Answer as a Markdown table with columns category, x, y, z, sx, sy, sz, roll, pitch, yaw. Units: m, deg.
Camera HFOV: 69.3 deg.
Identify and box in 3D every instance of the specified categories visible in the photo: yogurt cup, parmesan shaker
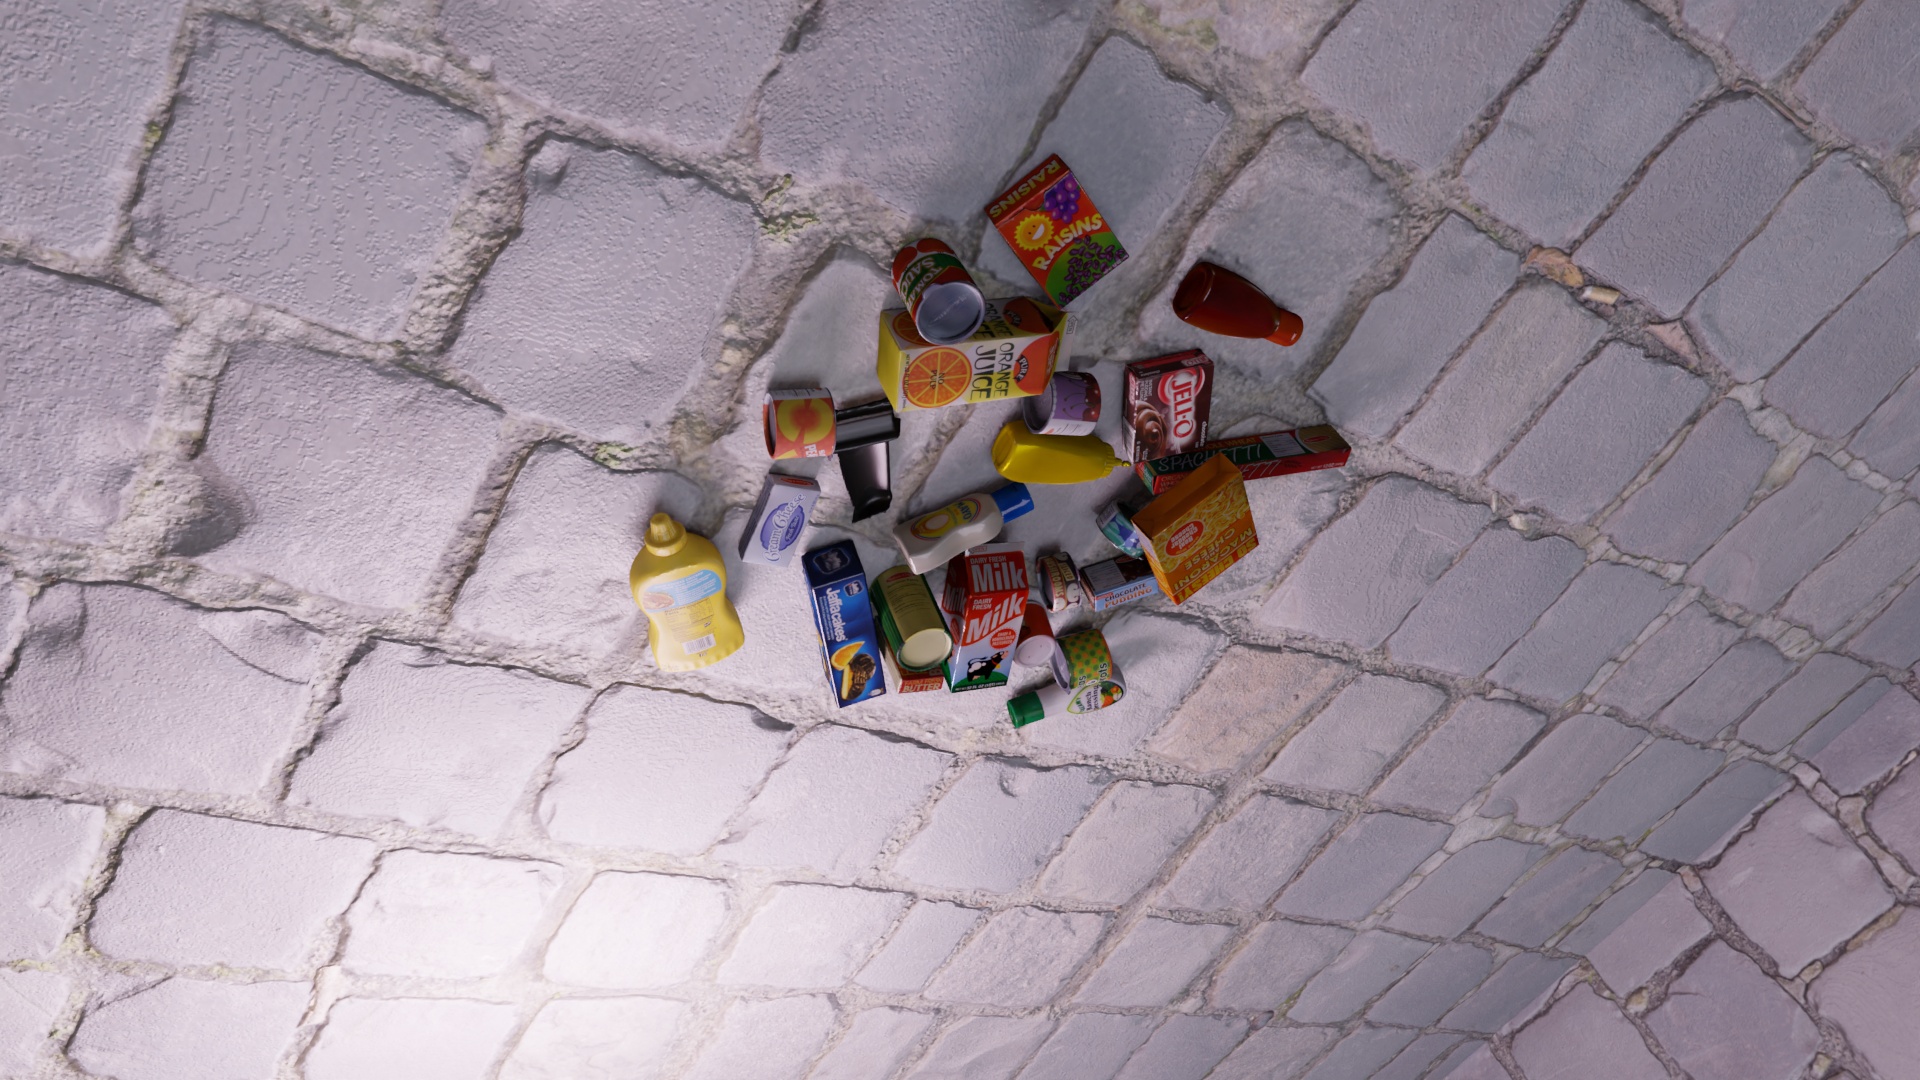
| category | x | y | z | sx | sy | sz | roll | pitch | yaw |
| --- | --- | --- | --- | --- | --- | --- | --- | --- | --- |
| yogurt cup | 0.079 | 0.113 | 1.636 | 0.072 | 0.054 | 0.072 | -13 | 134 | -14 |
| parmesan shaker | -0.056 | 0.086 | 1.517 | 0.071 | 0.103 | 0.071 | -13 | 133 | -14 |

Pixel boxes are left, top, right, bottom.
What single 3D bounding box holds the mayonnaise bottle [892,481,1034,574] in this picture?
| category | x | y | z | sx | sy | sz | roll | pitch | yaw |
| --- | --- | --- | --- | --- | --- | --- | --- | --- | --- |
| mayonnaise bottle | 0.005 | -0.019 | 1.484 | 0.148 | 0.065 | 0.041 | -26 | 131 | -7 |

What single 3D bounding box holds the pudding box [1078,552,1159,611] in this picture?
| category | x | y | z | sx | sy | sz | roll | pitch | yaw |
| --- | --- | --- | --- | --- | --- | --- | --- | --- | --- |
| pudding box | 0.187 | 0.047 | 1.630 | 0.084 | 0.050 | 0.030 | -17 | 135 | -10 |

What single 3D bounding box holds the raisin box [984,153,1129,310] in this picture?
| category | x | y | z | sx | sy | sz | roll | pitch | yaw |
| --- | --- | --- | --- | --- | --- | --- | --- | --- | --- |
| raisin box | 0.091 | -0.287 | 1.301 | 0.086 | 0.040 | 0.123 | -36 | 133 | 10 |

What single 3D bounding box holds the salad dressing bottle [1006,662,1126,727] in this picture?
| category | x | y | z | sx | sy | sz | roll | pitch | yaw |
| --- | --- | --- | --- | --- | --- | --- | --- | --- | --- |
| salad dressing bottle | 0.133 | 0.196 | 1.740 | 0.148 | 0.044 | 0.064 | -17 | 132 | -10 |

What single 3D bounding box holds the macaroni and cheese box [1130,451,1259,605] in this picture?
| category | x | y | z | sx | sy | sz | roll | pitch | yaw |
| --- | --- | --- | --- | --- | --- | --- | --- | --- | --- |
| macaroni and cheese box | 0.264 | -0.011 | 1.544 | 0.124 | 0.040 | 0.166 | -37 | 147 | -3 |

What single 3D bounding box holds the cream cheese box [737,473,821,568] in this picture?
| category | x | y | z | sx | sy | sz | roll | pitch | yaw |
| --- | --- | --- | --- | --- | --- | --- | --- | --- | --- |
| cream cheese box | -0.186 | -0.020 | 1.421 | 0.053 | 0.024 | 0.103 | 9 | 124 | -29 |

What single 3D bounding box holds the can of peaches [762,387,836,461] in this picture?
| category | x | y | z | sx | sy | sz | roll | pitch | yaw |
| --- | --- | --- | --- | --- | --- | --- | --- | --- | --- |
| can of peaches | -0.154 | -0.109 | 1.325 | 0.058 | 0.071 | 0.070 | -5 | 131 | -19 |

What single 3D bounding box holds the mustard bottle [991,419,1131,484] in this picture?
| category | x | y | z | sx | sy | sz | roll | pitch | yaw |
| --- | --- | --- | --- | --- | --- | --- | --- | --- | --- |
| mustard bottle | 0.113 | -0.090 | 1.476 | 0.160 | 0.049 | 0.065 | 6 | 137 | -29 |

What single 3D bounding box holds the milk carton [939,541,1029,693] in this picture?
| category | x | y | z | sx | sy | sz | roll | pitch | yaw |
| --- | --- | --- | --- | --- | --- | --- | --- | --- | --- |
| milk carton | 0.024 | 0.077 | 1.566 | 0.072 | 0.074 | 0.189 | -5 | 130 | -20 |

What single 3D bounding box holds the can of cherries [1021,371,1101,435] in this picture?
| category | x | y | z | sx | sy | sz | roll | pitch | yaw |
| --- | --- | --- | --- | --- | --- | --- | --- | --- | --- |
| can of cherries | 0.103 | -0.143 | 1.415 | 0.058 | 0.072 | 0.071 | 1 | 128 | -25 |

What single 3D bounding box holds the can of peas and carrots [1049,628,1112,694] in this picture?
| category | x | y | z | sx | sy | sz | roll | pitch | yaw |
| --- | --- | --- | --- | --- | --- | --- | --- | --- | --- |
| can of peas and carrots | 0.146 | 0.146 | 1.684 | 0.059 | 0.071 | 0.070 | -14 | 133 | -14 |

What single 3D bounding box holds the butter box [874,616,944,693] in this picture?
| category | x | y | z | sx | sy | sz | roll | pitch | yaw |
| --- | --- | --- | --- | --- | --- | --- | --- | --- | --- |
| butter box | -0.059 | 0.126 | 1.551 | 0.053 | 0.104 | 0.024 | -3 | 131 | -23 |

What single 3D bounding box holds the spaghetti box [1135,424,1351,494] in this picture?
| category | x | y | z | sx | sy | sz | roll | pitch | yaw |
| --- | --- | --- | --- | --- | --- | --- | --- | --- | --- |
| spaghetti box | 0.319 | -0.092 | 1.567 | 0.251 | 0.050 | 0.028 | -9 | 131 | -17 |

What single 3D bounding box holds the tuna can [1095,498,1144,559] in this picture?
| category | x | y | z | sx | sy | sz | roll | pitch | yaw |
| --- | --- | --- | --- | --- | --- | --- | --- | --- | --- |
| tuna can | 0.189 | -0.012 | 1.565 | 0.071 | 0.071 | 0.032 | 24 | 115 | -38 |

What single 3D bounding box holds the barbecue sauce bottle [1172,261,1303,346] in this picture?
| category | x | y | z | sx | sy | sz | roll | pitch | yaw |
| --- | --- | --- | --- | --- | --- | --- | --- | --- | --- |
| barbecue sauce bottle | 0.291 | -0.237 | 1.433 | 0.148 | 0.044 | 0.064 | 14 | 122 | -34 |

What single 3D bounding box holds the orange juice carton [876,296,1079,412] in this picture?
| category | x | y | z | sx | sy | sz | roll | pitch | yaw |
| --- | --- | --- | --- | --- | --- | --- | --- | --- | --- |
| orange juice carton | 0.021 | -0.182 | 1.337 | 0.193 | 0.073 | 0.071 | -9 | 132 | -18 |

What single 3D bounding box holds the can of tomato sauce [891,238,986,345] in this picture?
| category | x | y | z | sx | sy | sz | roll | pitch | yaw |
| --- | --- | --- | --- | --- | --- | --- | --- | --- | --- |
| can of tomato sauce | -0.023 | -0.229 | 1.269 | 0.071 | 0.083 | 0.070 | -13 | 133 | -14 |

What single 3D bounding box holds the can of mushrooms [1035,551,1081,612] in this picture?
| category | x | y | z | sx | sy | sz | roll | pitch | yaw |
| --- | --- | --- | --- | --- | --- | --- | --- | --- | --- |
| can of mushrooms | 0.112 | 0.047 | 1.582 | 0.033 | 0.071 | 0.070 | -12 | 133 | -12 |
